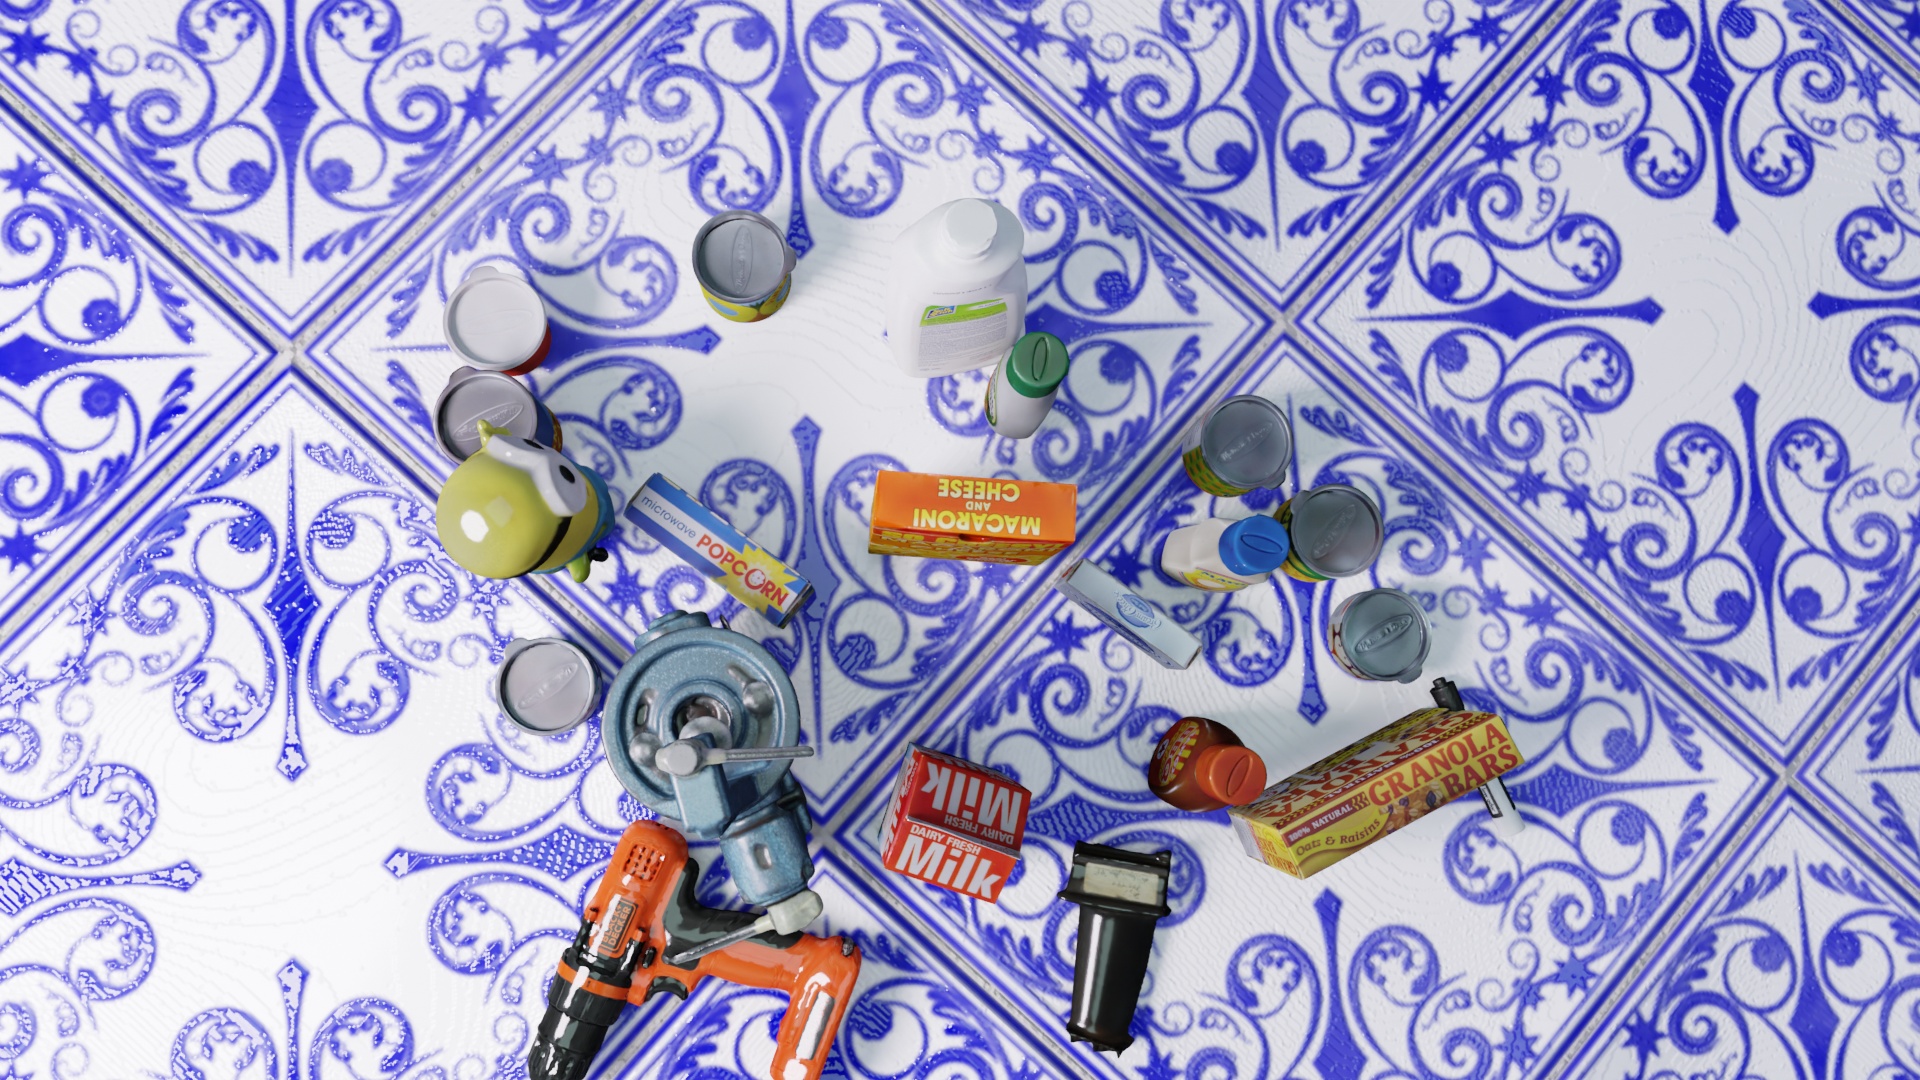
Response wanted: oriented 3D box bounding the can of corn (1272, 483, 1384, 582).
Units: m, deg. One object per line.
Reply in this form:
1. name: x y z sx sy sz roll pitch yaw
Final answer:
1. can of corn: 0.256 -0.006 0.984 0.071 0.058 0.071 0 84 -5

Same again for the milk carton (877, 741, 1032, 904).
1. milk carton: -0.006 0.177 0.877 0.072 0.190 0.073 19 83 -3

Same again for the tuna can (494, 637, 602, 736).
1. tuna can: -0.280 0.097 0.942 0.071 0.033 0.071 0 84 -5

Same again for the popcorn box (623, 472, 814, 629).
1. popcorn box: -0.160 0.008 0.934 0.127 0.085 0.038 36 83 0

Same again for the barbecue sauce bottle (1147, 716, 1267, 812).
1. barbecue sauce bottle: 0.164 0.150 0.915 0.044 0.148 0.065 29 83 -1

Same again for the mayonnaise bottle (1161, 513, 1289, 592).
1. mayonnaise bottle: 0.180 0.009 0.931 0.065 0.148 0.041 17 84 -3

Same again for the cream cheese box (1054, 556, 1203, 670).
1. cream cheese box: 0.116 0.052 0.969 0.104 0.053 0.024 36 83 0

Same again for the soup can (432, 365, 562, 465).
1. soup can: -0.309 -0.076 0.932 0.071 0.083 0.071 0 84 -5

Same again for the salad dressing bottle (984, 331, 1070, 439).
1. salad dressing bottle: 0.044 -0.106 0.932 0.044 0.147 0.064 10 84 -4

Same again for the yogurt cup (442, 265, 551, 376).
1. yogurt cup: -0.314 -0.145 0.953 0.072 0.054 0.072 0 84 -5

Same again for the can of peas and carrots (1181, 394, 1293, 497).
1. can of peas and carrots: 0.197 -0.064 0.985 0.071 0.058 0.071 0 84 -5

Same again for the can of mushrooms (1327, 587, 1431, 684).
1. can of mushrooms: 0.300 0.070 0.993 0.071 0.033 0.071 0 84 -5

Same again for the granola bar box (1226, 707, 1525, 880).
1. granola bar box: 0.273 0.166 0.935 0.166 0.124 0.039 -26 87 -7

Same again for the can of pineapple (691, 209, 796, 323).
1. can of pineapple: -0.150 -0.189 0.970 0.071 0.058 0.071 0 84 -5

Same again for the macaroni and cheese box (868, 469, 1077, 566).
1. macaroni and cheese box: 0.003 -0.011 0.909 0.124 0.166 0.040 4 84 -4
